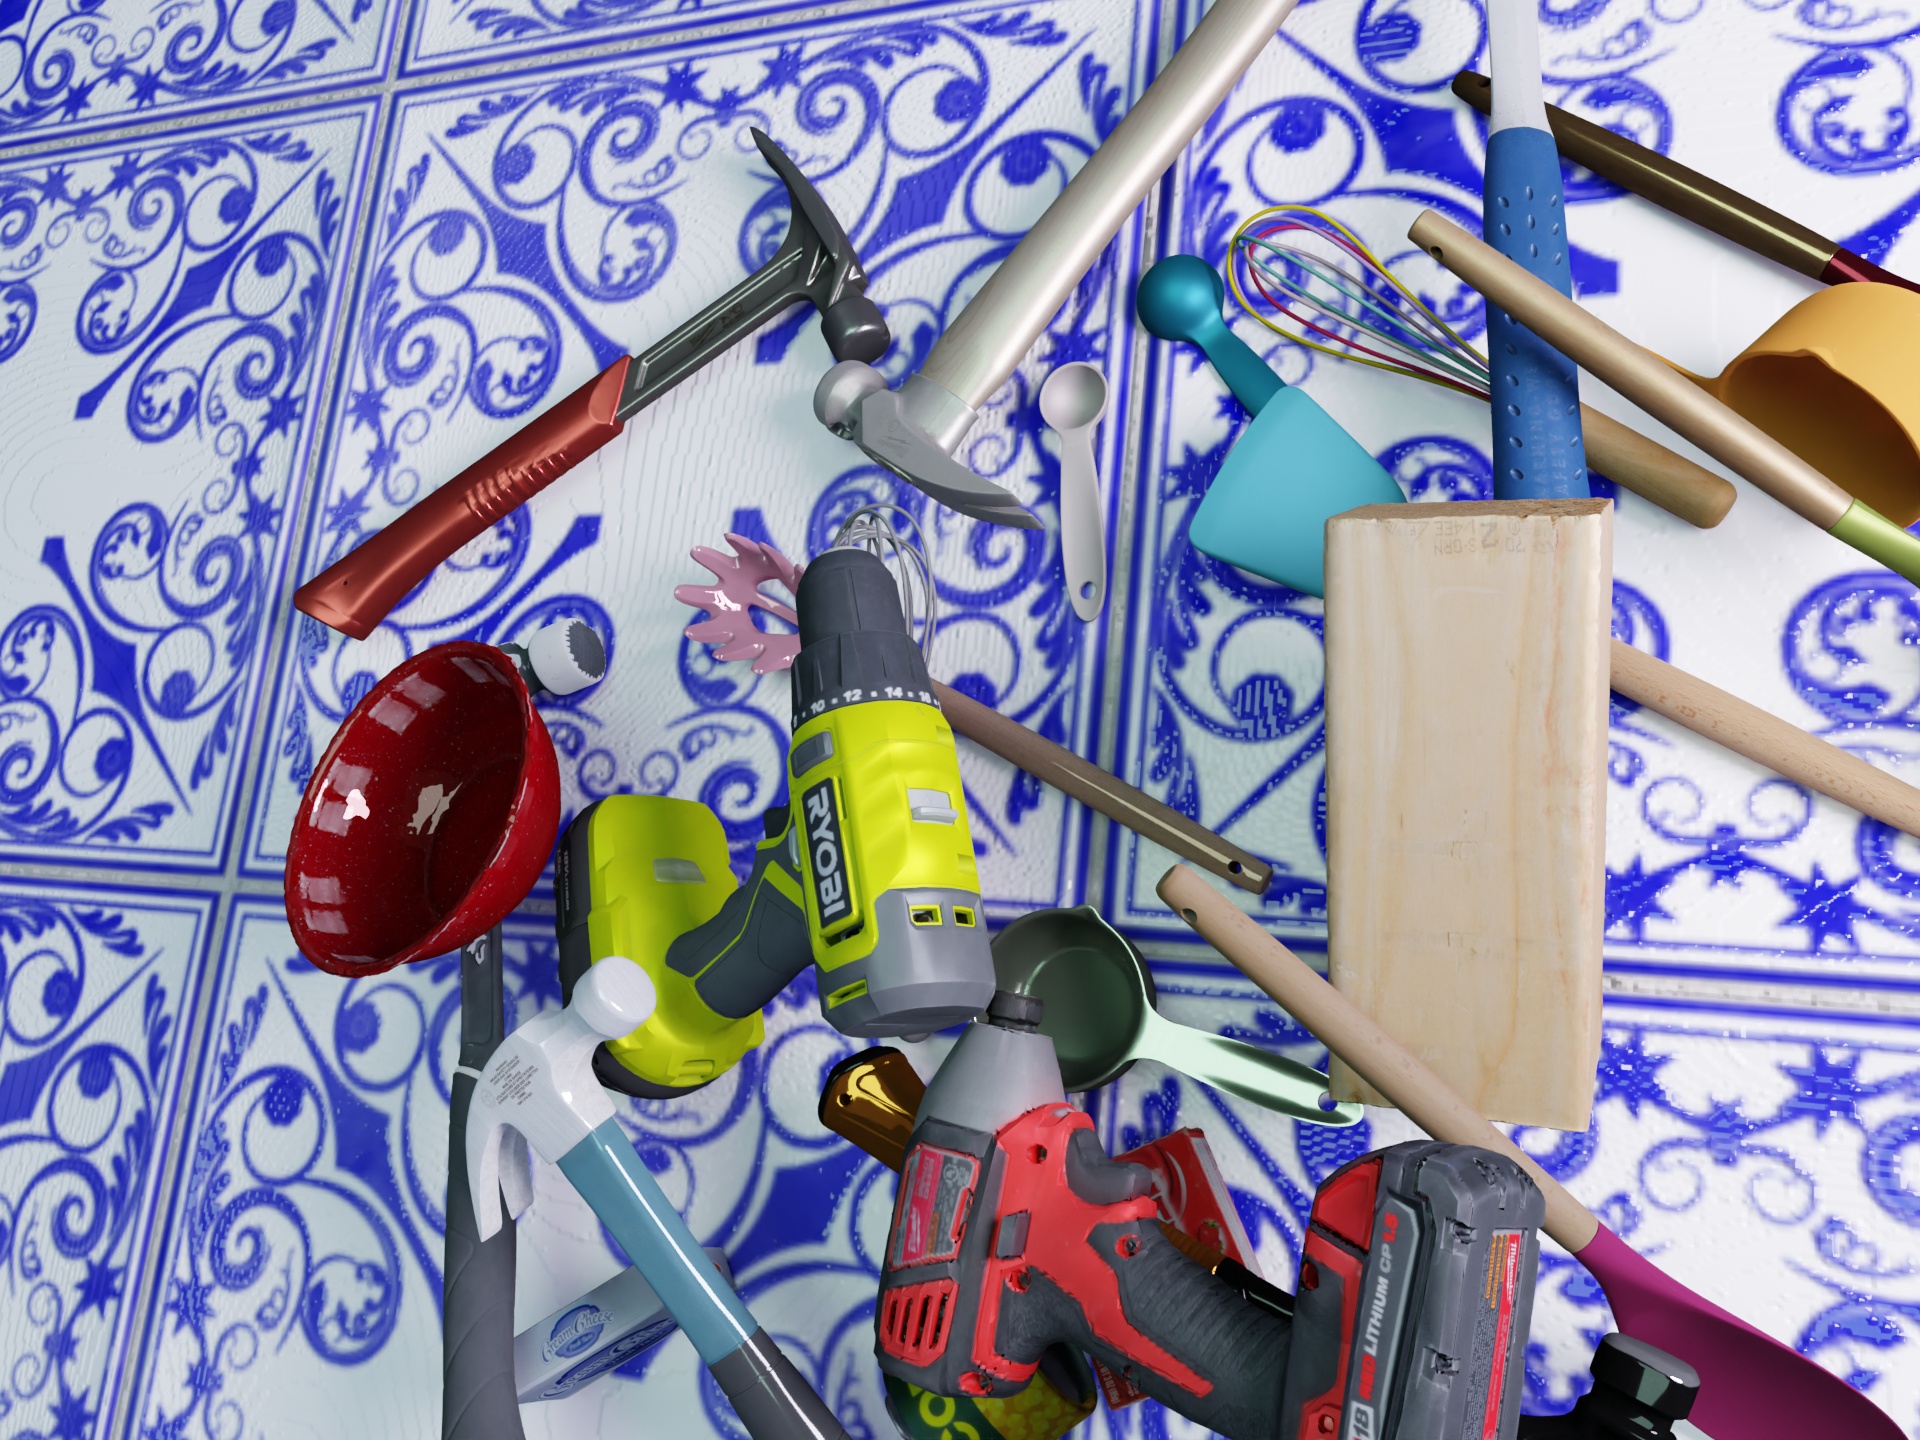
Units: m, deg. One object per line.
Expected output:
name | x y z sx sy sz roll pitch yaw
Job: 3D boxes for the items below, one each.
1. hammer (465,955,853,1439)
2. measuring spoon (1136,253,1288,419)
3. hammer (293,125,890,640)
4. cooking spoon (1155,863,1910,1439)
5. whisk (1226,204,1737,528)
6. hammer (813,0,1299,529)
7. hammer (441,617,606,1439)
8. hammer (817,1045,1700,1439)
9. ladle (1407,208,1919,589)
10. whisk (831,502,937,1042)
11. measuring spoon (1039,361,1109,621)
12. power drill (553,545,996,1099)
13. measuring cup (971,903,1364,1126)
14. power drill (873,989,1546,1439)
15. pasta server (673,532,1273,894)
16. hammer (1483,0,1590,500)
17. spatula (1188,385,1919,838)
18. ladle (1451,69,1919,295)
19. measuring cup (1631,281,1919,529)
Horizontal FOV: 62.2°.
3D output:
hammer | -0.081 0.258 0.628 0.128 0.033 0.331 -40 85 25
measuring spoon | 0.122 -0.168 0.723 0.042 0.021 0.129 -38 64 9
hammer | -0.212 -0.161 0.851 0.359 0.036 0.149 -32 67 11
cooking spoon | 0.190 0.156 0.534 0.319 0.068 0.017 41 50 0
whisk | 0.213 -0.153 0.673 0.245 0.051 0.047 37 86 23
hammer | 0.099 -0.275 0.742 0.146 0.038 0.410 37 90 39
hammer | -0.228 0.149 0.742 0.149 0.036 0.409 -20 60 19
hammer | 0.081 0.217 0.594 0.337 0.034 0.127 22 87 29
ladle | 0.287 -0.082 0.571 0.320 0.078 0.062 39 68 11
whisk | -0.029 0.024 0.700 0.055 0.055 0.239 -5 92 21
measuring spoon | 0.058 -0.106 0.741 0.034 0.018 0.124 -7 80 25
power drill | -0.083 0.053 0.663 0.228 0.080 0.191 -32 60 43
measuring cup | 0.085 0.131 0.653 0.168 0.038 0.083 17 83 23
power drill | 0.072 0.175 0.538 0.220 0.078 0.143 4 78 37
pasta server | -0.001 -0.002 0.722 0.316 0.040 0.060 29 100 25
hammer | 0.225 -0.250 0.660 0.144 0.035 0.406 2 73 3
spatula | 0.243 -0.031 0.627 0.318 0.044 0.082 31 85 25
ladle | 0.329 -0.197 0.646 0.069 0.031 0.316 -43 62 -10
measuring cup | 0.313 -0.140 0.618 0.052 0.095 0.174 -41 45 -4
